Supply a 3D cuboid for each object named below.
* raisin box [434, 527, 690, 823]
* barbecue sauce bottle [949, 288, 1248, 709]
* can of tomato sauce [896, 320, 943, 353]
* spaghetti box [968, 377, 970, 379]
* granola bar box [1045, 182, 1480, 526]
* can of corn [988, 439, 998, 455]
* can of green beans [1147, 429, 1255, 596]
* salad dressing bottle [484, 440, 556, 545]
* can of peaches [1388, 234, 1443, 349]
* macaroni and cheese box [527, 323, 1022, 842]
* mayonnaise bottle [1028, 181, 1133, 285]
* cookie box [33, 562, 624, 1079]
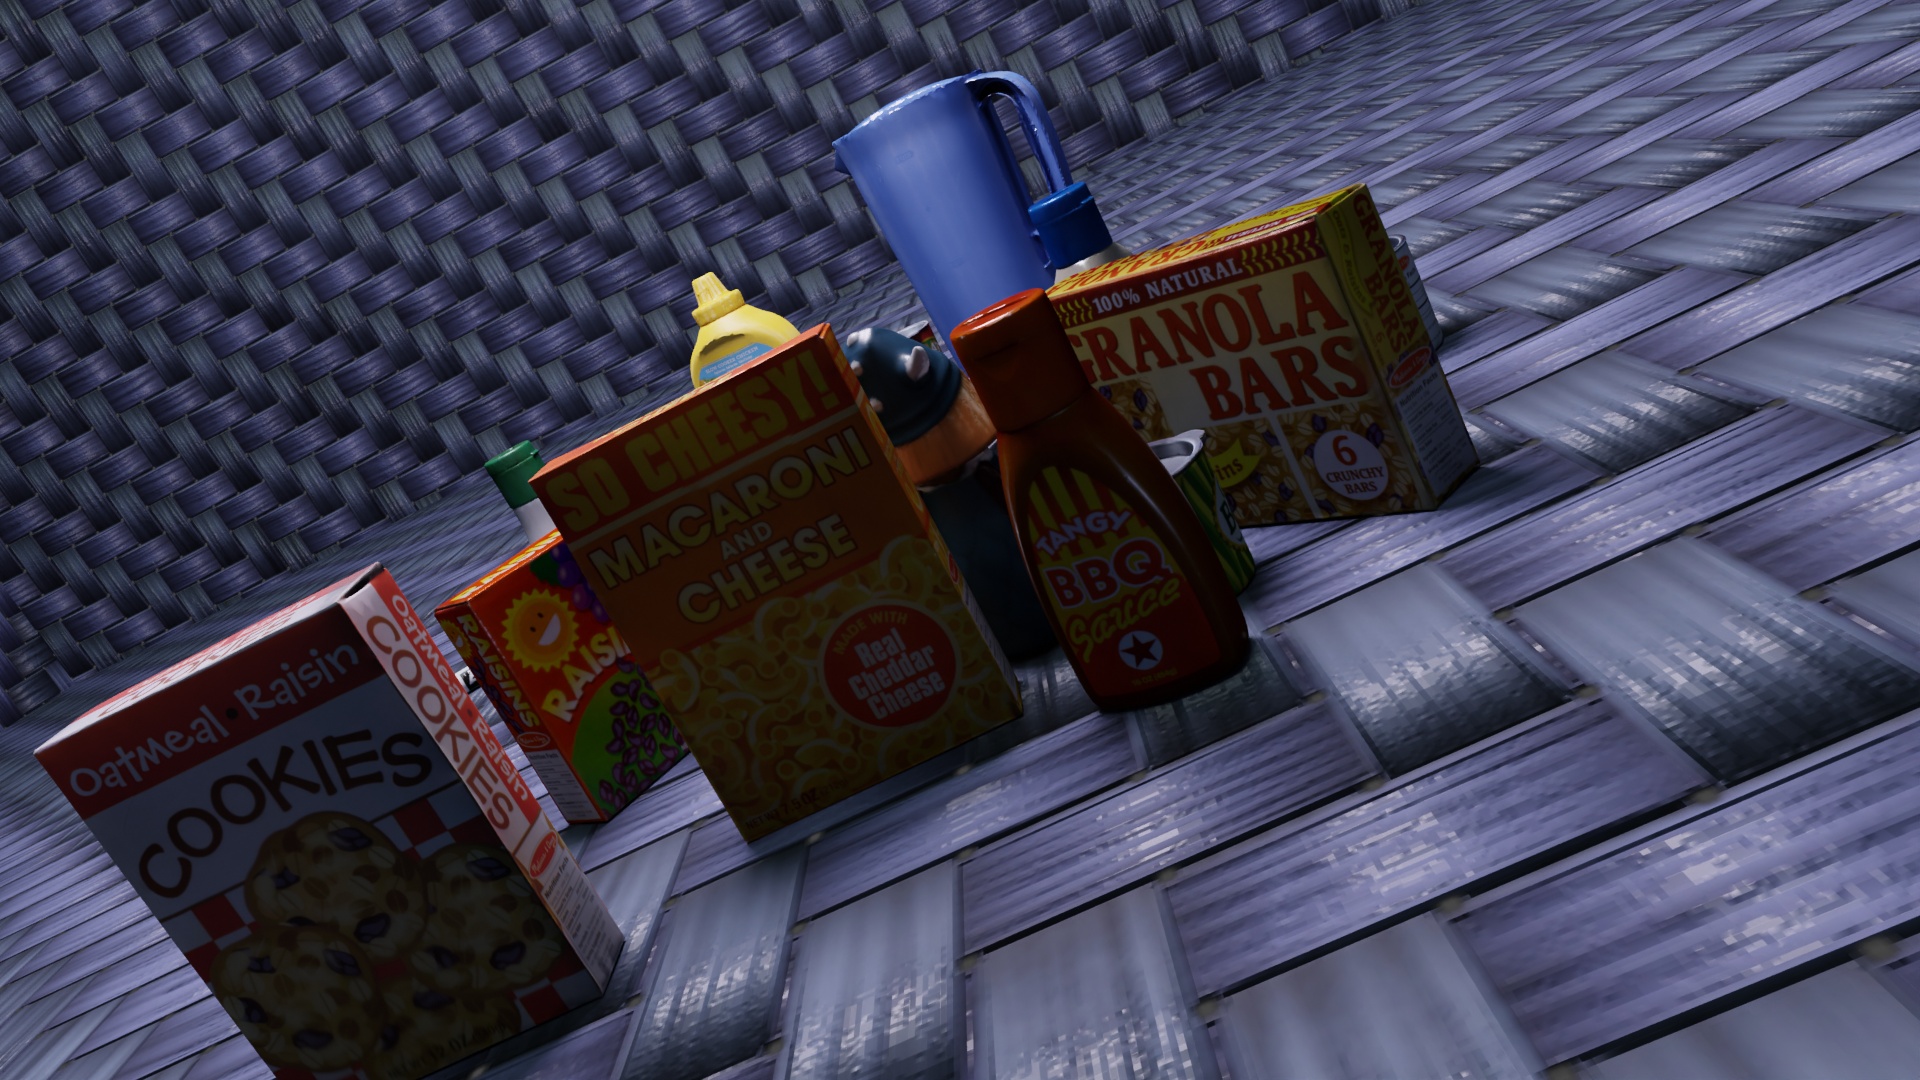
[{"bbox_3d":[-0.181,0.061,0.670,0.040,0.123,0.086,-12,21,45],"label":"raisin box"},{"bbox_3d":[0.045,-0.015,0.488,0.064,0.148,0.044,-20,16,25],"label":"barbecue sauce bottle"},{"bbox_3d":[-0.035,-0.122,1.096,0.071,0.083,0.071,-25,15,8],"label":"can of tomato sauce"},{"bbox_3d":[0.008,-0.082,0.958,0.251,0.050,0.028,-34,16,-23],"label":"spaghetti box"},{"bbox_3d":[0.116,-0.068,0.586,0.039,0.124,0.165,-37,18,-33],"label":"granola bar box"},{"bbox_3d":[0.051,-0.032,0.706,0.071,0.058,0.071,-25,15,7],"label":"can of corn"},{"bbox_3d":[0.078,-0.002,0.562,0.071,0.057,0.071,-25,15,7],"label":"can of green beans"},{"bbox_3d":[-0.291,-0.001,1.009,0.044,0.147,0.064,-25,15,9],"label":"salad dressing bottle"},{"bbox_3d":[0.208,-0.118,0.723,0.071,0.058,0.071,-25,15,7],"label":"can of peaches"},{"bbox_3d":[-0.068,0.018,0.538,0.124,0.166,0.040,-26,15,6],"label":"macaroni and cheese box"},{"bbox_3d":[0.086,-0.131,0.797,0.041,0.147,0.065,-12,21,45],"label":"mayonnaise bottle"},{"bbox_3d":[-0.216,0.109,0.490,0.123,0.167,0.040,-26,15,7],"label":"cookie box"}]
